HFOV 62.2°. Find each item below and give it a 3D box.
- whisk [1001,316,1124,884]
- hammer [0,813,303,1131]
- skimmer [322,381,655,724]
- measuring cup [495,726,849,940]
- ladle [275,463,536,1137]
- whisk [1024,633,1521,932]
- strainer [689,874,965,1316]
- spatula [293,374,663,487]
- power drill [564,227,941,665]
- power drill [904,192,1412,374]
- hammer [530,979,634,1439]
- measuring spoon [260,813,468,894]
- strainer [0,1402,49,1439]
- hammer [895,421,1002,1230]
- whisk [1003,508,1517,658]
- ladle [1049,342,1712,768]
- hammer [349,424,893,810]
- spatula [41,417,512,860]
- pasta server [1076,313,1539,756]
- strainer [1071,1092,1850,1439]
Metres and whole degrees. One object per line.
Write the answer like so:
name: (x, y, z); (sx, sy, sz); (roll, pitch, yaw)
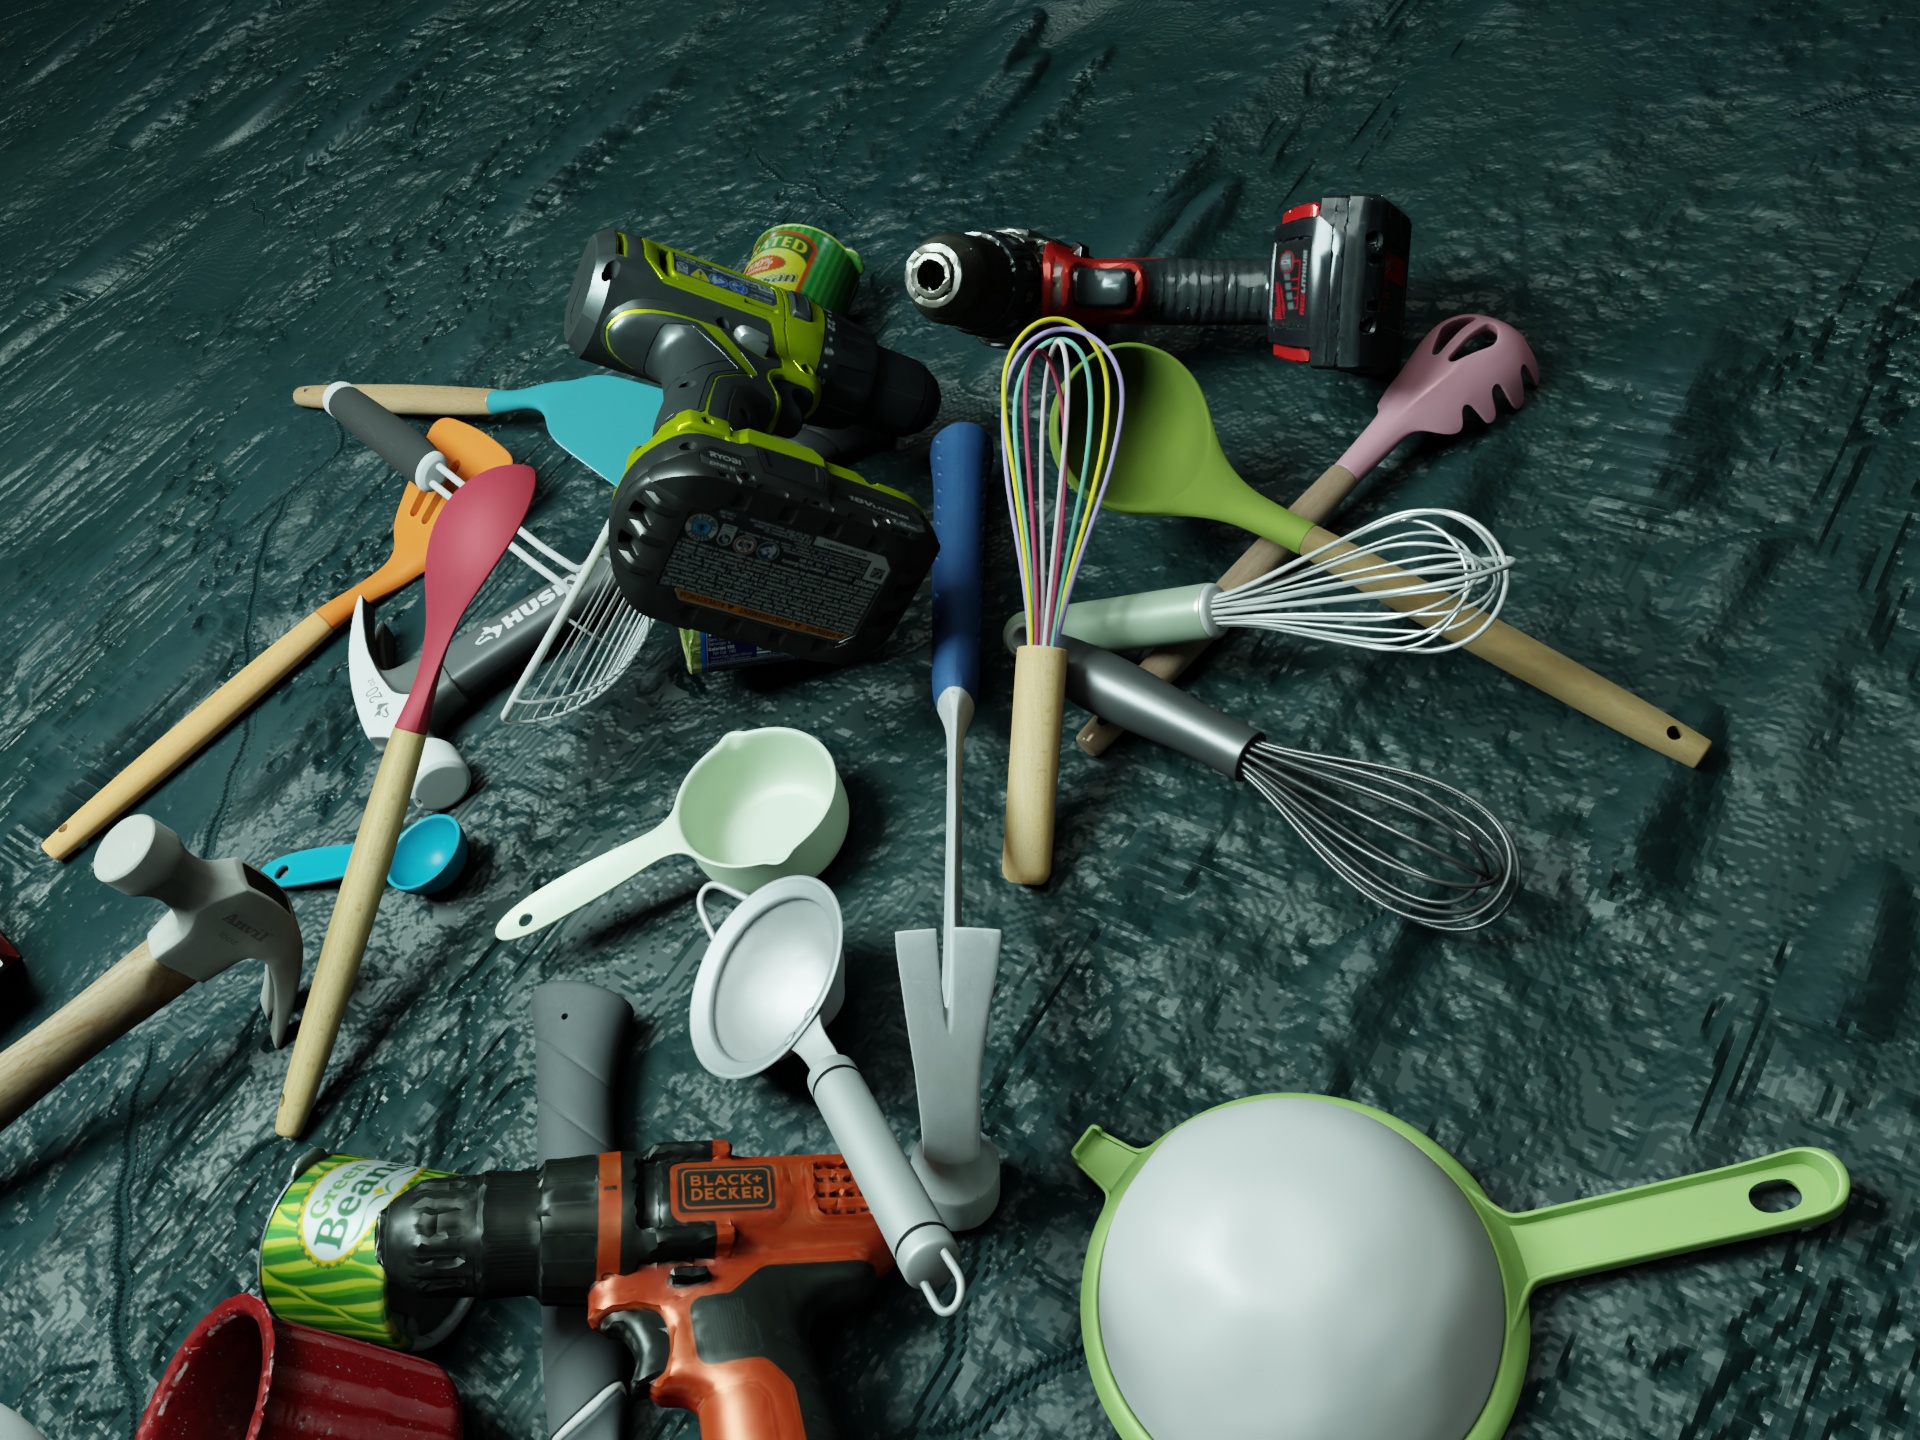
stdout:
whisk: (0.033, -0.053, 0.683); (0.051, 0.047, 0.245); (2, 85, 36)
hammer: (-0.431, 0.173, 0.694); (0.331, 0.129, 0.031); (-37, 50, 1)
skimmer: (-0.268, -0.116, 0.823); (0.364, 0.090, 0.127); (35, 98, 36)
measuring cup: (-0.127, 0.065, 0.717); (0.167, 0.038, 0.083); (-28, 49, -2)
ladle: (-0.253, 0.030, 0.710); (0.069, 0.031, 0.315); (8, 81, 52)
whisk: (0.118, 0.017, 0.659); (0.239, 0.055, 0.055); (30, 66, 32)
strainer: (-0.048, 0.130, 0.581); (0.087, 0.050, 0.259); (-52, 30, 4)
spatula: (-0.303, -0.189, 0.989); (0.318, 0.044, 0.082); (9, 56, 30)
power drill: (-0.083, -0.132, 0.740); (0.190, 0.080, 0.229); (14, 37, -25)
power drill: (0.096, -0.214, 0.786); (0.227, 0.080, 0.188); (6, 13, 22)
hammer: (-0.134, 0.267, 0.558); (0.149, 0.036, 0.409); (-19, 49, 5)
measuring spoon: (-0.292, 0.073, 0.781); (0.128, 0.021, 0.042); (-8, 51, 24)
strainer: (-0.386, 0.312, 0.568); (0.340, 0.095, 0.211); (-6, 87, 42)
hammer: (-0.001, -0.002, 0.684); (0.035, 0.144, 0.406); (0, 45, 1)
whisk: (0.116, -0.048, 0.682); (0.246, 0.058, 0.059); (-6, 11, 41)
ladle: (0.172, -0.071, 0.688); (0.320, 0.062, 0.078); (34, 83, 25)
hammer: (-0.176, -0.093, 0.860); (0.335, 0.035, 0.146); (-35, 51, -11)
spatula: (-0.378, -0.045, 0.885); (0.081, 0.041, 0.322); (31, 68, 34)
pasta server: (0.166, -0.093, 0.755); (0.316, 0.040, 0.060); (-45, 53, -14)
strainer: (0.158, 0.168, 0.516); (0.256, 0.069, 0.152); (-15, 49, 8)
